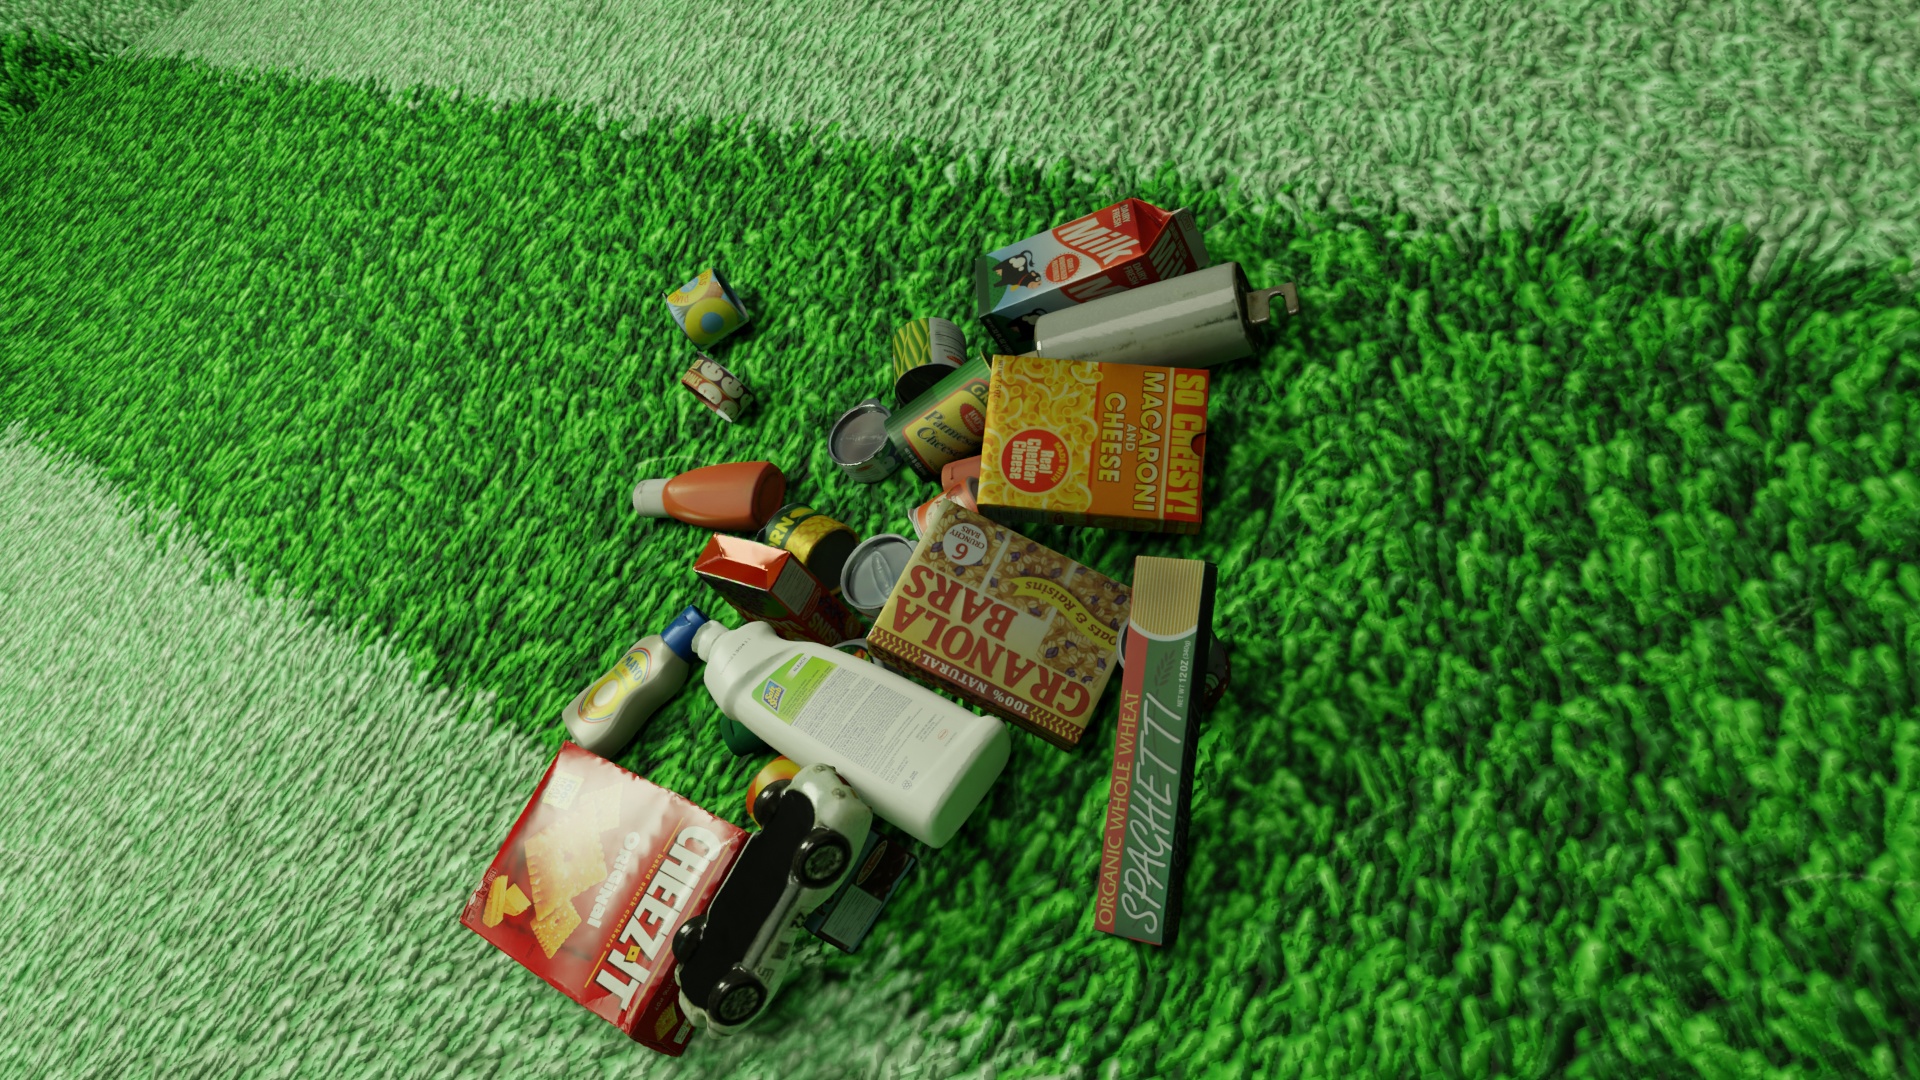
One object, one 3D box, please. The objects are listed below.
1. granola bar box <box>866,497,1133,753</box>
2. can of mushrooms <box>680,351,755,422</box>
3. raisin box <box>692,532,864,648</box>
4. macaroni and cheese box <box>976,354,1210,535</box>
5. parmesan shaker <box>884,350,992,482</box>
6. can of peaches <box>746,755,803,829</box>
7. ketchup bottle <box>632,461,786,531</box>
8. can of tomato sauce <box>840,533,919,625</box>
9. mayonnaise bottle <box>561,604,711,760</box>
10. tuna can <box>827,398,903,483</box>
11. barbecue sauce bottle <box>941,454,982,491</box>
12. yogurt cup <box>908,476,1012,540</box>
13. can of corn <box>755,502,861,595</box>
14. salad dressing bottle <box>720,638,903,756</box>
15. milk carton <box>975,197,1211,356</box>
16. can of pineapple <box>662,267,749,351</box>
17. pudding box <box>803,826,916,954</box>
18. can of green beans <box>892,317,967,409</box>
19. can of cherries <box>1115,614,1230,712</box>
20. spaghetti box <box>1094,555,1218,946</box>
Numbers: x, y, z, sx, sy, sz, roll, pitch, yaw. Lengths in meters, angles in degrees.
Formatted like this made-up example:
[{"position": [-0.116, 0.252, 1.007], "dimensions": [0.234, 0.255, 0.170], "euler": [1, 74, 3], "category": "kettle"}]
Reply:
[{"position": [0.033, 0.061, 1.006], "dimensions": [0.166, 0.039, 0.124], "euler": [26, 71, 6], "category": "granola bar box"}, {"position": [-0.234, -0.146, 1.327], "dimensions": [0.071, 0.071, 0.033], "euler": [32, 80, 40], "category": "can of mushrooms"}, {"position": [-0.143, 0.048, 1.110], "dimensions": [0.086, 0.123, 0.040], "euler": [12, 65, 35], "category": "raisin box"}, {"position": [0.101, -0.072, 1.051], "dimensions": [0.166, 0.040, 0.124], "euler": [5, 74, 6], "category": "macaroni and cheese box"}, {"position": [-0.003, -0.101, 1.169], "dimensions": [0.103, 0.071, 0.071], "euler": [-35, 49, 9], "category": "parmesan shaker"}, {"position": [-0.119, 0.201, 1.031], "dimensions": [0.071, 0.071, 0.058], "euler": [-47, 49, -6], "category": "can of peaches"}, {"position": [-0.233, -0.040, 1.273], "dimensions": [0.149, 0.043, 0.065], "euler": [0, 59, 30], "category": "ketchup bottle"}, {"position": [-0.043, 0.042, 1.084], "dimensions": [0.071, 0.083, 0.071], "euler": [-15, 54, 21], "category": "can of tomato sauce"}, {"position": [-0.271, 0.118, 1.190], "dimensions": [0.148, 0.041, 0.065], "euler": [-45, 47, -3], "category": "mayonnaise bottle"}, {"position": [-0.081, -0.088, 1.226], "dimensions": [0.071, 0.032, 0.071], "euler": [-15, 54, 21], "category": "tuna can"}, {"position": [0.058, -0.061, 1.122], "dimensions": [0.148, 0.043, 0.065], "euler": [-13, 61, 23], "category": "barbecue sauce bottle"}, {"position": [0.004, -0.014, 1.098], "dimensions": [0.053, 0.072, 0.073], "euler": [-40, 47, 21], "category": "yogurt cup"}, {"position": [-0.127, 0.009, 1.162], "dimensions": [0.058, 0.071, 0.071], "euler": [25, 74, 38], "category": "can of corn"}, {"position": [-0.118, 0.127, 1.095], "dimensions": [0.147, 0.044, 0.064], "euler": [-26, 63, 13], "category": "salad dressing bottle"}, {"position": [0.113, -0.226, 1.183], "dimensions": [0.190, 0.072, 0.074], "euler": [-17, 52, 19], "category": "milk carton"}, {"position": [-0.255, -0.234, 1.399], "dimensions": [0.058, 0.070, 0.071], "euler": [-33, 49, 6], "category": "can of pineapple"}, {"position": [-0.075, 0.246, 0.987], "dimensions": [0.030, 0.049, 0.084], "euler": [24, 74, 44], "category": "pudding box"}, {"position": [-0.026, -0.153, 1.217], "dimensions": [0.071, 0.071, 0.058], "euler": [-19, 52, 18], "category": "can of green beans"}, {"position": [0.149, 0.084, 0.964], "dimensions": [0.071, 0.058, 0.072], "euler": [-14, 54, 20], "category": "can of cherries"}, {"position": [0.128, 0.135, 0.905], "dimensions": [0.050, 0.028, 0.250], "euler": [4, 83, 31], "category": "spaghetti box"}]
